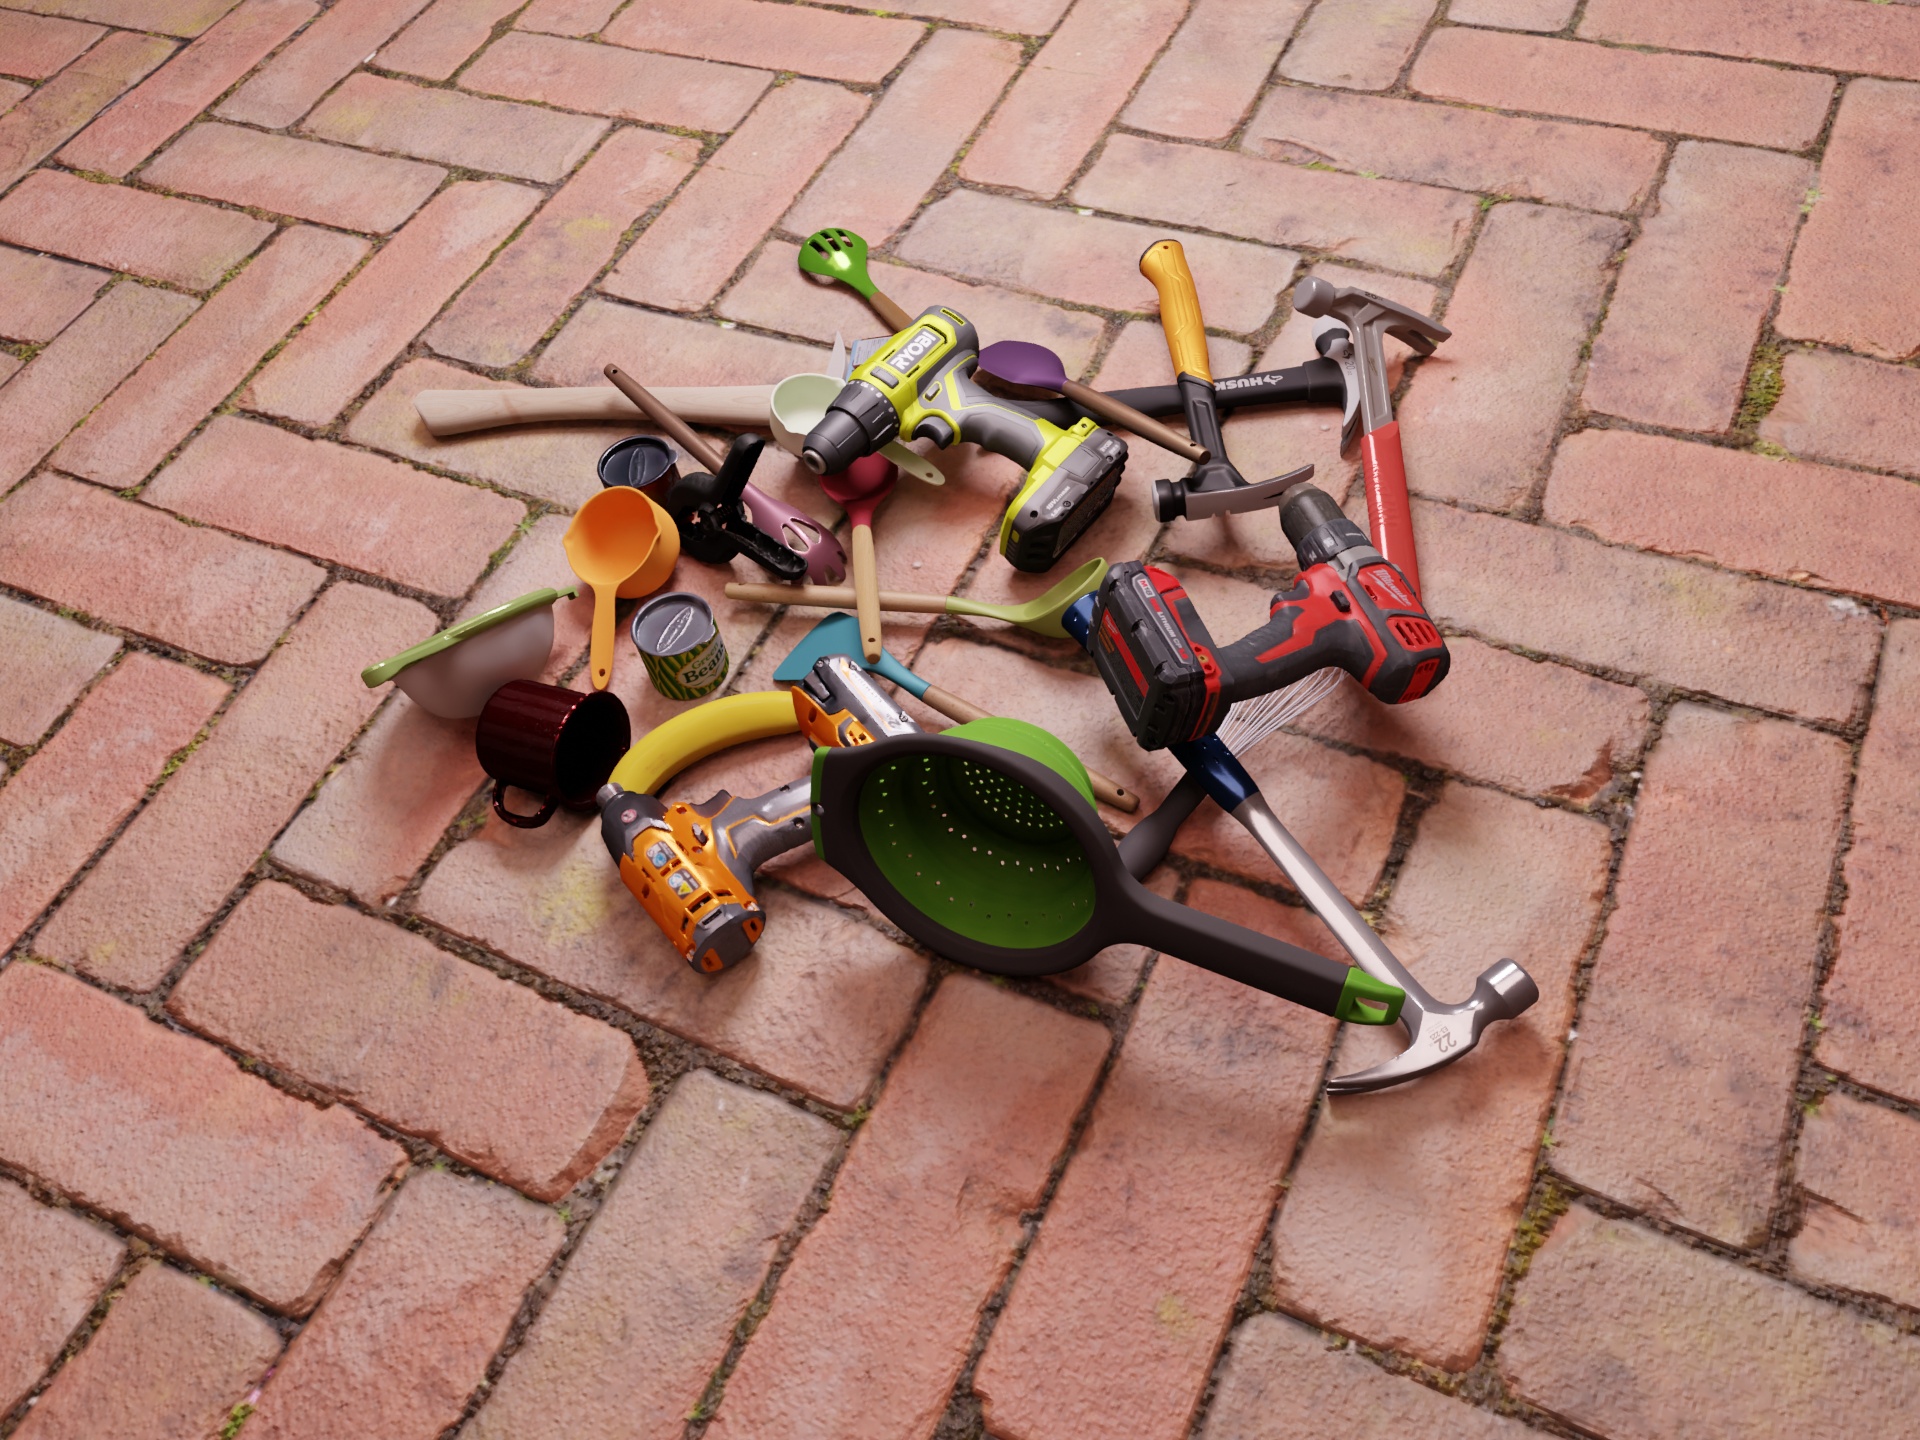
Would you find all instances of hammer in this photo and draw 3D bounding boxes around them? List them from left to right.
[{"bbox_3d":[-0.305,-0.299,1.471,0.410,0.038,0.146,2,52,11],"label":"hammer"},{"bbox_3d":[0.181,-0.273,1.375,0.335,0.035,0.146,-7,52,4],"label":"hammer"},{"bbox_3d":[0.205,-0.300,1.348,0.127,0.034,0.337,-8,51,4],"label":"hammer"},{"bbox_3d":[0.194,0.067,1.073,0.144,0.035,0.406,-34,64,-7],"label":"hammer"},{"bbox_3d":[0.346,-0.199,1.273,0.149,0.036,0.359,15,58,-21],"label":"hammer"}]

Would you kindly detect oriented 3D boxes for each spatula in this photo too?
[{"bbox_3d":[-0.002,-0.004,1.211,0.318,0.044,0.082,29,61,21],"label":"spatula"},{"bbox_3d":[0.108,-0.273,1.338,0.060,0.018,0.316,-29,40,-18],"label":"spatula"}]

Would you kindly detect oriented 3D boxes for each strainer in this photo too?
[{"bbox_3d":[-0.376,-0.034,1.197,0.151,0.069,0.256,-25,9,8],"label":"strainer"}]

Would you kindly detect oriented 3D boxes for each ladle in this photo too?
[{"bbox_3d":[-0.077,-0.139,1.276,0.069,0.031,0.316,-7,37,-1],"label":"ladle"},{"bbox_3d":[-0.036,-0.105,1.264,0.320,0.062,0.078,5,26,13],"label":"ladle"}]

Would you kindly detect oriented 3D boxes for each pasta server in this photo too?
[{"bbox_3d":[-0.211,-0.217,1.371,0.060,0.040,0.316,-38,63,-19],"label":"pasta server"}]

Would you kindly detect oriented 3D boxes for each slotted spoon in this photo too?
[{"bbox_3d":[-0.064,-0.388,1.506,0.070,0.031,0.314,-30,56,-14],"label":"slotted spoon"}]

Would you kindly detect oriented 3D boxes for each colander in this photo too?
[{"bbox_3d":[0.097,0.091,1.030,0.397,0.204,0.094,19,44,16],"label":"colander"}]

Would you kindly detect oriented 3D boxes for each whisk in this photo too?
[{"bbox_3d":[0.194,0.015,1.147,0.070,0.070,0.284,32,68,28],"label":"whisk"}]

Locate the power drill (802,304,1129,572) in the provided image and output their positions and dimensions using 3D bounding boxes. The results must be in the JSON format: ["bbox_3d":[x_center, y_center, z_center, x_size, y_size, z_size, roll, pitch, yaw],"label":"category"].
[{"bbox_3d":[0.003,-0.223,1.301,0.228,0.080,0.190,36,63,13],"label":"power drill"}]

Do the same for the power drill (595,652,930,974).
[{"bbox_3d":[-0.145,0.054,1.146,0.226,0.084,0.164,-38,64,-15],"label":"power drill"}]

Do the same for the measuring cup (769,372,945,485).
[{"bbox_3d":[-0.088,-0.234,1.354,0.167,0.038,0.083,31,54,7],"label":"measuring cup"}]

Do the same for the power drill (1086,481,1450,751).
[{"bbox_3d":[0.205,-0.080,1.103,0.226,0.080,0.188,-12,55,-17],"label":"power drill"}]

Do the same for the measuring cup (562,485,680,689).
[{"bbox_3d":[-0.279,-0.105,1.318,0.095,0.052,0.174,-3,76,21],"label":"measuring cup"}]
